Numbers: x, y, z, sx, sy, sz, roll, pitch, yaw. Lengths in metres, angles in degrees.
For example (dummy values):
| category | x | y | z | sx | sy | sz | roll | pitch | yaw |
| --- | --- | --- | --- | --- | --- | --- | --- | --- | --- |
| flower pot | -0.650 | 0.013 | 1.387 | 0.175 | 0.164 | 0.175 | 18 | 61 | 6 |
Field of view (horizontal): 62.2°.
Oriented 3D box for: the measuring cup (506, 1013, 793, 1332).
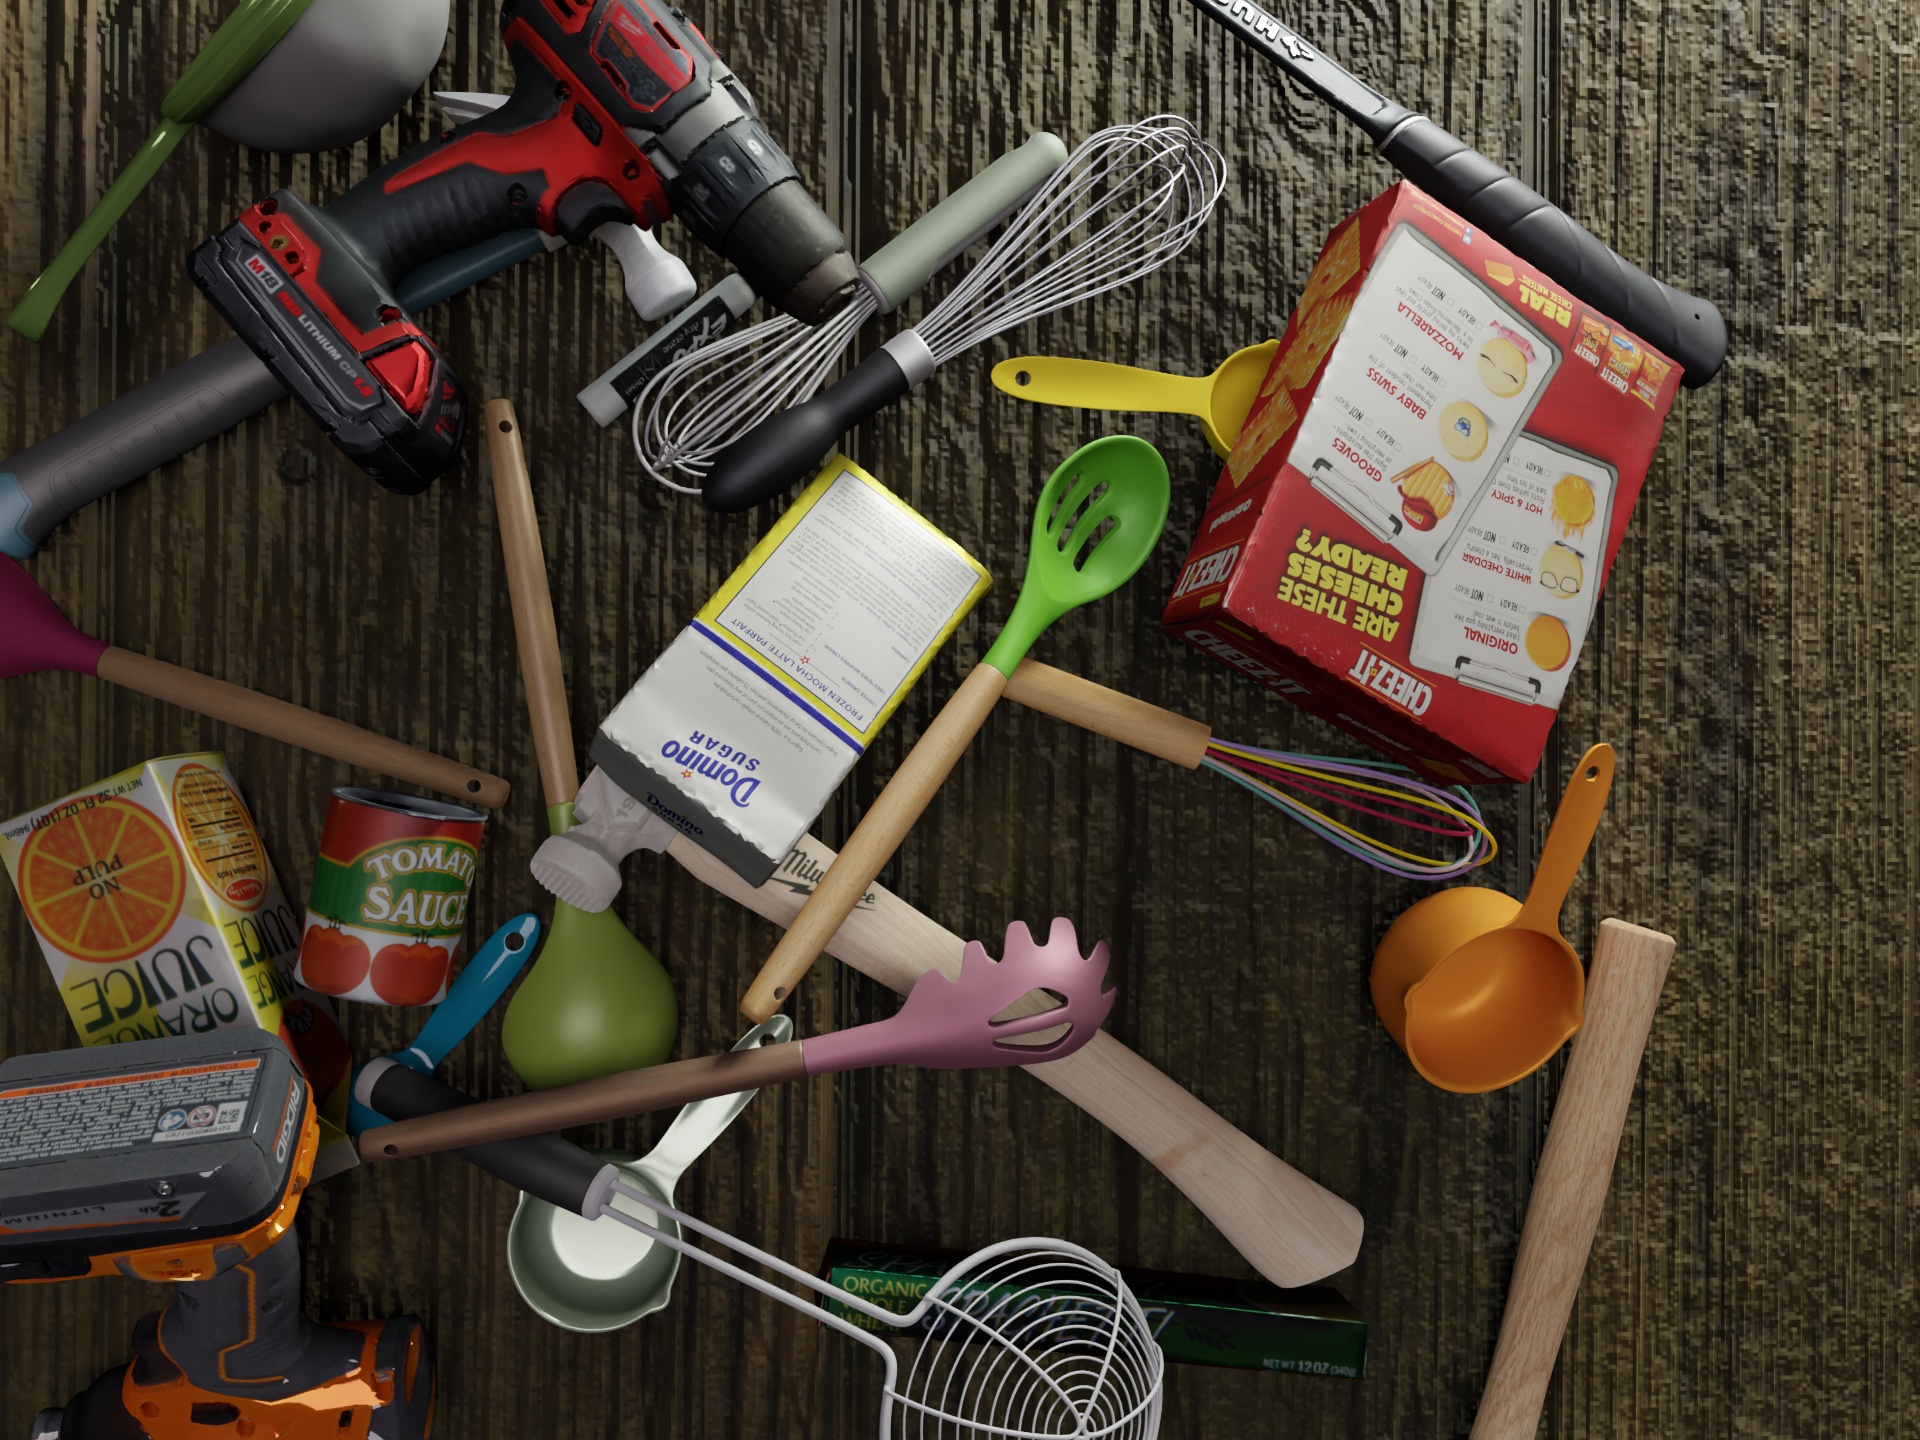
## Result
| category | x | y | z | sx | sy | sz | roll | pitch | yaw |
| --- | --- | --- | --- | --- | --- | --- | --- | --- | --- |
| measuring cup | -0.133 | 0.196 | 0.718 | 0.083 | 0.038 | 0.167 | 41 | 85 | -3 |

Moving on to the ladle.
| category | x | y | z | sx | sy | sz | roll | pitch | yaw |
| --- | --- | --- | --- | --- | --- | --- | --- | --- | --- |
| ladle | -0.185 | 0.014 | 0.716 | 0.078 | 0.062 | 0.320 | -8 | 83 | -26 |

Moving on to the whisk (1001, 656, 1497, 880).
| category | x | y | z | sx | sy | sz | roll | pitch | yaw |
| --- | --- | --- | --- | --- | --- | --- | --- | --- | --- |
| whisk | 0.134 | 0.018 | 0.738 | 0.245 | 0.047 | 0.051 | 21 | 89 | -1 |

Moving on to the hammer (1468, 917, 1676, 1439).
| category | x | y | z | sx | sy | sz | roll | pitch | yaw |
| --- | --- | --- | --- | --- | --- | --- | --- | --- | --- |
| hammer | 0.282 | 0.258 | 0.755 | 0.130 | 0.031 | 0.331 | 16 | 88 | -4 |

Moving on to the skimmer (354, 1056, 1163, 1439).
| category | x | y | z | sx | sy | sz | roll | pitch | yaw |
| --- | --- | --- | --- | --- | --- | --- | --- | --- | --- |
| skimmer | -0.091 | 0.229 | 0.669 | 0.363 | 0.090 | 0.127 | 20 | 70 | 17 |

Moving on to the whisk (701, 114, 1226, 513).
| category | x | y | z | sx | sy | sz | roll | pitch | yaw |
| --- | --- | --- | --- | --- | --- | --- | --- | --- | --- |
| whisk | 0.003 | -0.178 | 0.705 | 0.284 | 0.070 | 0.070 | -38 | 93 | -9 |

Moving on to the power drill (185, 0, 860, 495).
| category | x | y | z | sx | sy | sz | roll | pitch | yaw |
| --- | --- | --- | --- | --- | --- | --- | --- | --- | --- |
| power drill | -0.173 | -0.192 | 0.661 | 0.227 | 0.080 | 0.188 | -41 | 90 | -7 |

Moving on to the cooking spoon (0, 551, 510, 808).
| category | x | y | z | sx | sy | sz | roll | pitch | yaw |
| --- | --- | --- | --- | --- | --- | --- | --- | --- | --- |
| cooking spoon | -0.355 | -0.018 | 0.708 | 0.319 | 0.017 | 0.069 | 19 | 84 | -5 |

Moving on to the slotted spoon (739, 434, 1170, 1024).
| category | x | y | z | sx | sy | sz | roll | pitch | yaw |
| --- | --- | --- | --- | --- | --- | --- | --- | --- | --- |
| slotted spoon | -0.001 | -0.002 | 0.692 | 0.070 | 0.031 | 0.314 | 49 | 66 | -34 |

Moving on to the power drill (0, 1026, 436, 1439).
| category | x | y | z | sx | sy | sz | roll | pitch | yaw |
| --- | --- | --- | --- | --- | --- | --- | --- | --- | --- |
| power drill | -0.317 | 0.233 | 0.639 | 0.164 | 0.084 | 0.226 | -6 | 127 | -5 |

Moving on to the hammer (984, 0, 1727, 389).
| category | x | y | z | sx | sy | sz | roll | pitch | yaw |
| --- | --- | --- | --- | --- | --- | --- | --- | --- | --- |
| hammer | 0.187 | -0.277 | 0.727 | 0.409 | 0.036 | 0.149 | 32 | 58 | -8 |

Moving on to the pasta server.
| category | x | y | z | sx | sy | sz | roll | pitch | yaw |
| --- | --- | --- | --- | --- | --- | --- | --- | --- | --- |
| pasta server | -0.090 | 0.141 | 0.655 | 0.316 | 0.040 | 0.060 | -12 | 105 | 1 |

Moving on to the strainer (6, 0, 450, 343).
| category | x | y | z | sx | sy | sz | roll | pitch | yaw |
| --- | --- | --- | --- | --- | --- | --- | --- | --- | --- |
| strainer | -0.294 | -0.248 | 0.671 | 0.069 | 0.152 | 0.256 | 38 | 89 | -35 |

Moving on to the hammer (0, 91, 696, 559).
| category | x | y | z | sx | sy | sz | roll | pitch | yaw |
| --- | --- | --- | --- | --- | --- | --- | --- | --- | --- |
| hammer | -0.292 | -0.166 | 0.707 | 0.331 | 0.033 | 0.128 | -31 | 93 | -4 |

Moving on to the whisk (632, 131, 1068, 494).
| category | x | y | z | sx | sy | sz | roll | pitch | yaw |
| --- | --- | --- | --- | --- | --- | --- | --- | --- | --- |
| whisk | -0.046 | -0.189 | 0.722 | 0.246 | 0.058 | 0.059 | -40 | 98 | -8 |

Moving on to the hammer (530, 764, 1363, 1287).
| category | x | y | z | sx | sy | sz | roll | pitch | yaw |
| --- | --- | --- | --- | --- | --- | --- | --- | --- | --- |
| hammer | 0.019 | 0.121 | 0.720 | 0.410 | 0.038 | 0.146 | 35 | 62 | -9 |

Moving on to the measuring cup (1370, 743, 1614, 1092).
| category | x | y | z | sx | sy | sz | roll | pitch | yaw |
| --- | --- | --- | --- | --- | --- | --- | --- | --- | --- |
| measuring cup | 0.245 | 0.082 | 0.718 | 0.095 | 0.052 | 0.173 | 11 | 108 | -18 |

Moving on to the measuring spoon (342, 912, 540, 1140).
| category | x | y | z | sx | sy | sz | roll | pitch | yaw |
| --- | --- | --- | --- | --- | --- | --- | --- | --- | --- |
| measuring spoon | -0.233 | 0.139 | 0.716 | 0.042 | 0.021 | 0.128 | 38 | 89 | -4 |

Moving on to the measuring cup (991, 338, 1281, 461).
| category | x | y | z | sx | sy | sz | roll | pitch | yaw |
| --- | --- | --- | --- | --- | --- | --- | --- | --- | --- |
| measuring cup | 0.091 | -0.150 | 0.743 | 0.156 | 0.029 | 0.062 | 6 | 89 | -2 |
